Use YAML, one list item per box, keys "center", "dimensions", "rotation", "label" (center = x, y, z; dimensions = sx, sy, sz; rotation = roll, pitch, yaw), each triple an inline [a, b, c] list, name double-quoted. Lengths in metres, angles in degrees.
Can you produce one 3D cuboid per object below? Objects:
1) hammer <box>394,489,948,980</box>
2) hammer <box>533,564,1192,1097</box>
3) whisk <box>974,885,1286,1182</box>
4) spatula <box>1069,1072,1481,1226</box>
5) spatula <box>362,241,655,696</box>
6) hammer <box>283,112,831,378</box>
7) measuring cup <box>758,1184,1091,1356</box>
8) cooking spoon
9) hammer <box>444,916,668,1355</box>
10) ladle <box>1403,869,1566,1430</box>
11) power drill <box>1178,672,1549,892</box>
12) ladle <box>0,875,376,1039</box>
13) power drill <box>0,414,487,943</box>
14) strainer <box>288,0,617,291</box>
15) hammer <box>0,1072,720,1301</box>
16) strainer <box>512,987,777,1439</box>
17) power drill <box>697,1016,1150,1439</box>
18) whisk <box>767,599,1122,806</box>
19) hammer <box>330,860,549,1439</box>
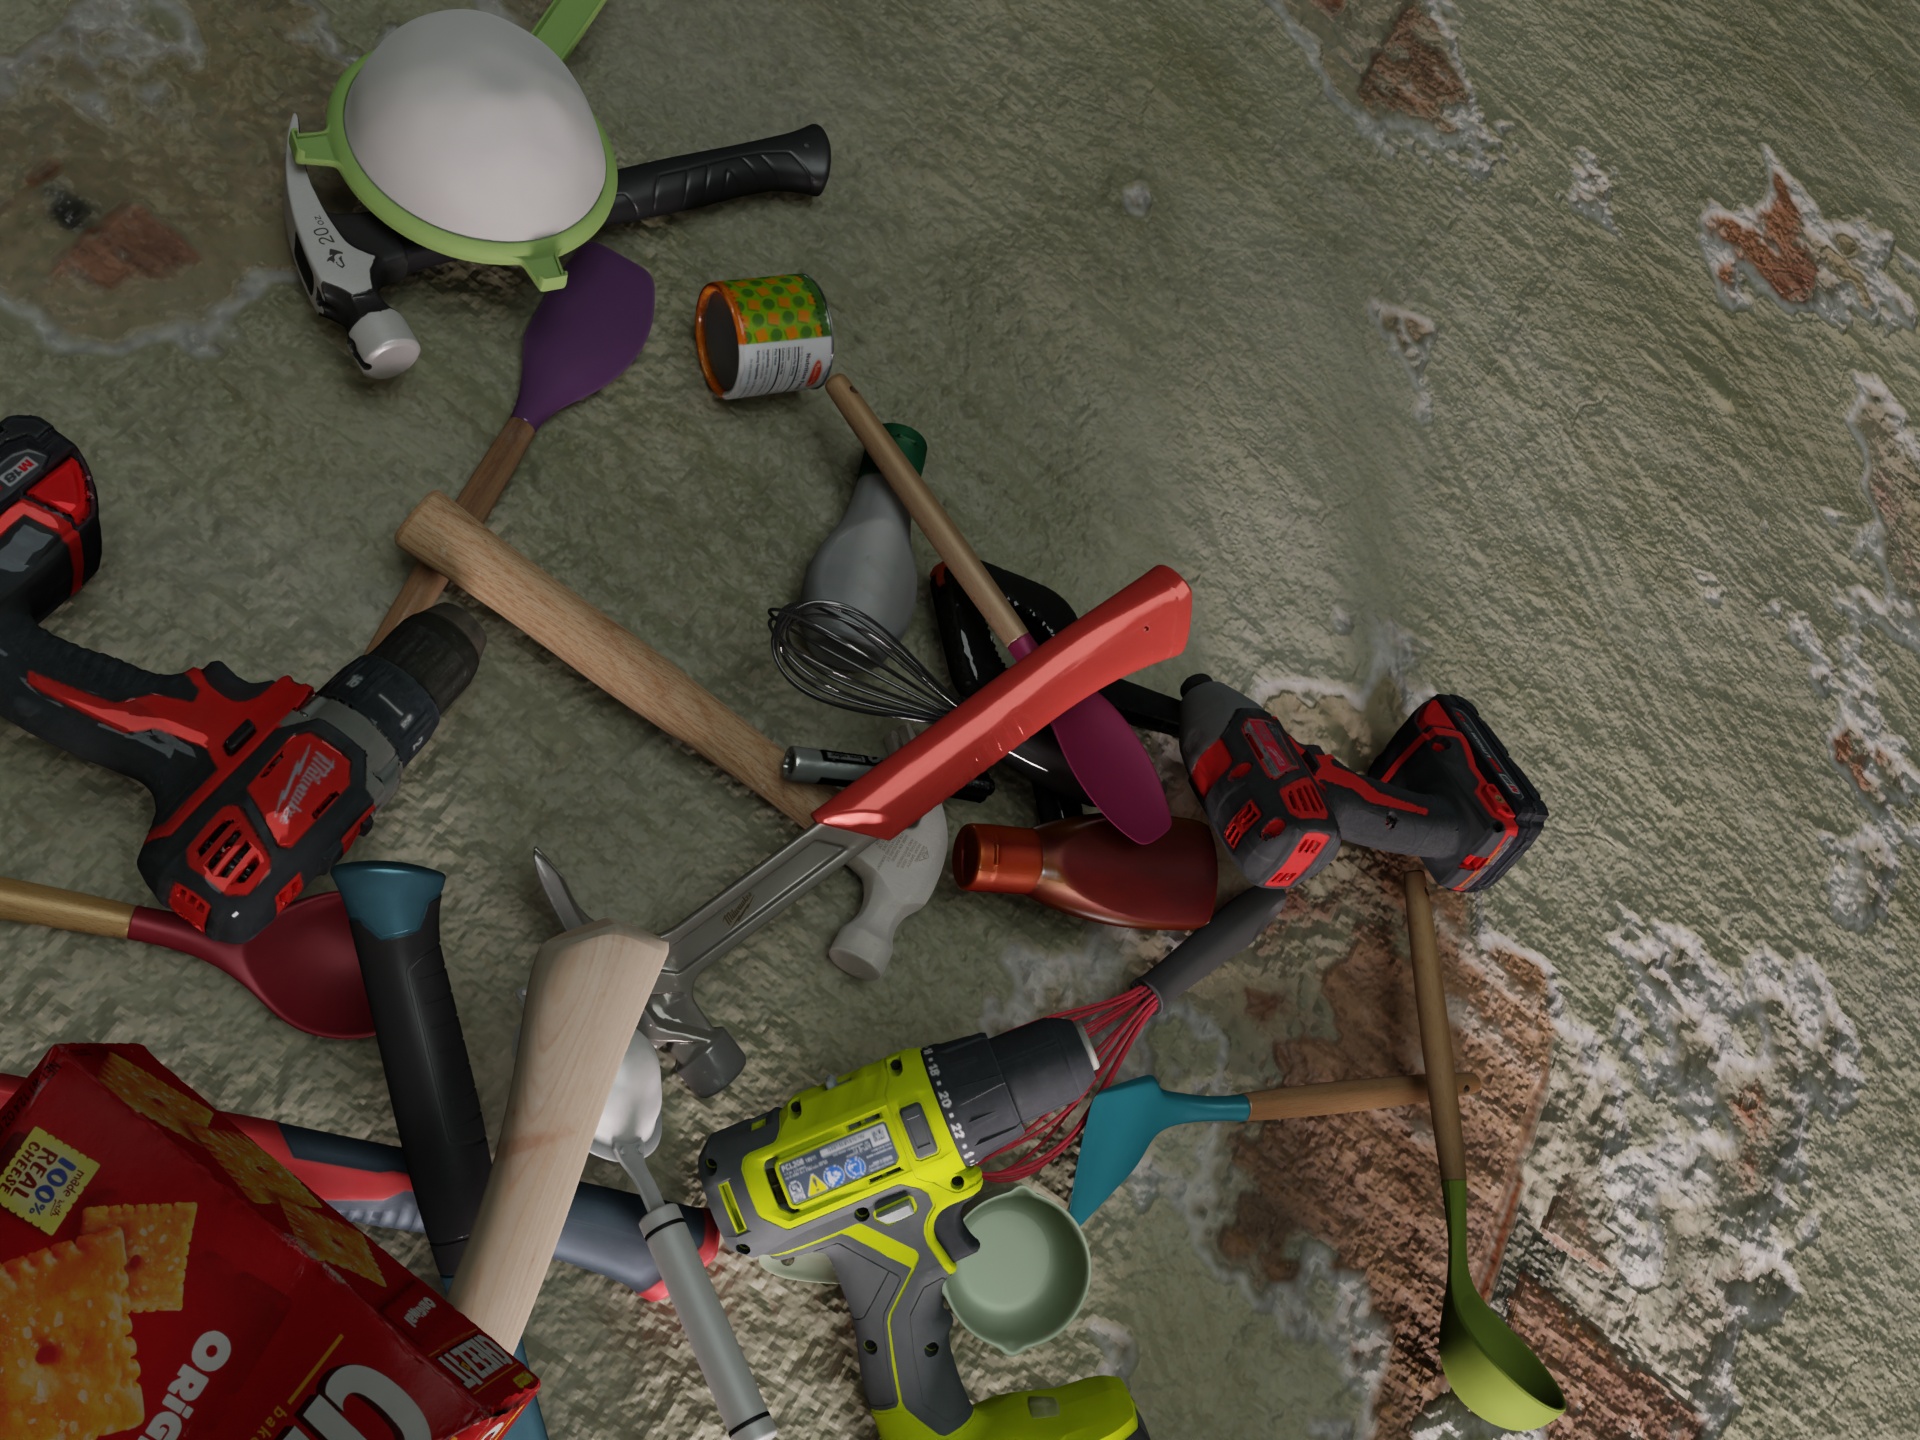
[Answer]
- center: [-0.143, -0.008, 0.830]
  dimensions: [0.331, 0.031, 0.130]
  rotation: [38, 59, -15]
  label: "hammer"
- center: [-0.032, 0.025, 0.809]
  dimensions: [0.359, 0.037, 0.149]
  rotation: [-37, 101, -12]
  label: "hammer"
- center: [0.091, 0.164, 0.884]
  dimensions: [0.296, 0.073, 0.073]
  rotation: [-30, 88, -36]
  label: "whisk"
- center: [0.189, 0.228, 0.916]
  dimensions: [0.317, 0.044, 0.082]
  rotation: [1, 106, -29]
  label: "spatula"
- center: [-0.242, -0.136, 0.844]
  dimensions: [0.059, 0.018, 0.316]
  rotation: [29, 61, -12]
  label: "spatula"
- center: [-0.213, -0.297, 0.900]
  dimensions: [0.335, 0.035, 0.146]
  rotation: [-26, 78, -33]
  label: "hammer"
- center: [-0.019, 0.274, 0.808]
  dimensions: [0.167, 0.038, 0.083]
  rotation: [5, 81, -7]
  label: "measuring cup"
- center: [0.017, -0.065, 0.888]
  dimensions: [0.069, 0.017, 0.319]
  rotation: [-26, 79, -50]
  label: "cooking spoon"
- center: [-0.200, 0.281, 0.642]
  dimensions: [0.146, 0.038, 0.411]
  rotation: [24, 82, -18]
  label: "hammer"
- center: [0.298, 0.241, 0.933]
  dimensions: [0.078, 0.062, 0.320]
  rotation: [26, 56, -50]
  label: "ladle"
- center: [0.231, 0.034, 0.954]
  dimensions: [0.219, 0.078, 0.143]
  rotation: [5, 42, -31]
  label: "power drill"
- center: [-0.389, 0.083, 0.691]
  dimensions: [0.315, 0.031, 0.069]
  rotation: [15, 64, -19]
  label: "ladle"
- center: [-0.346, -0.032, 0.713]
  dimensions: [0.226, 0.080, 0.188]
  rotation: [38, 56, -7]
  label: "power drill"
- center: [-0.233, -0.361, 0.858]
  dimensions: [0.151, 0.069, 0.256]
  rotation: [27, 58, -12]
  label: "strainer"
- center: [-0.287, 0.179, 0.692]
  dimensions: [0.386, 0.038, 0.143]
  rotation: [18, 76, -22]
  label: "hammer"
- center: [-0.135, 0.217, 0.713]
  dimensions: [0.086, 0.050, 0.259]
  rotation: [20, 35, -60]
  label: "strainer"
- center: [0.004, 0.265, 0.750]
  dimensions: [0.190, 0.080, 0.228]
  rotation: [-22, 88, -3]
  label: "power drill"
- center: [-0.001, -0.004, 0.863]
  dimensions: [0.238, 0.055, 0.055]
  rotation: [27, 63, -21]
  label: "whisk"
- center: [-0.210, 0.218, 0.680]
  dimensions: [0.128, 0.033, 0.331]
  rotation: [-13, 95, -24]
  label: "hammer"
